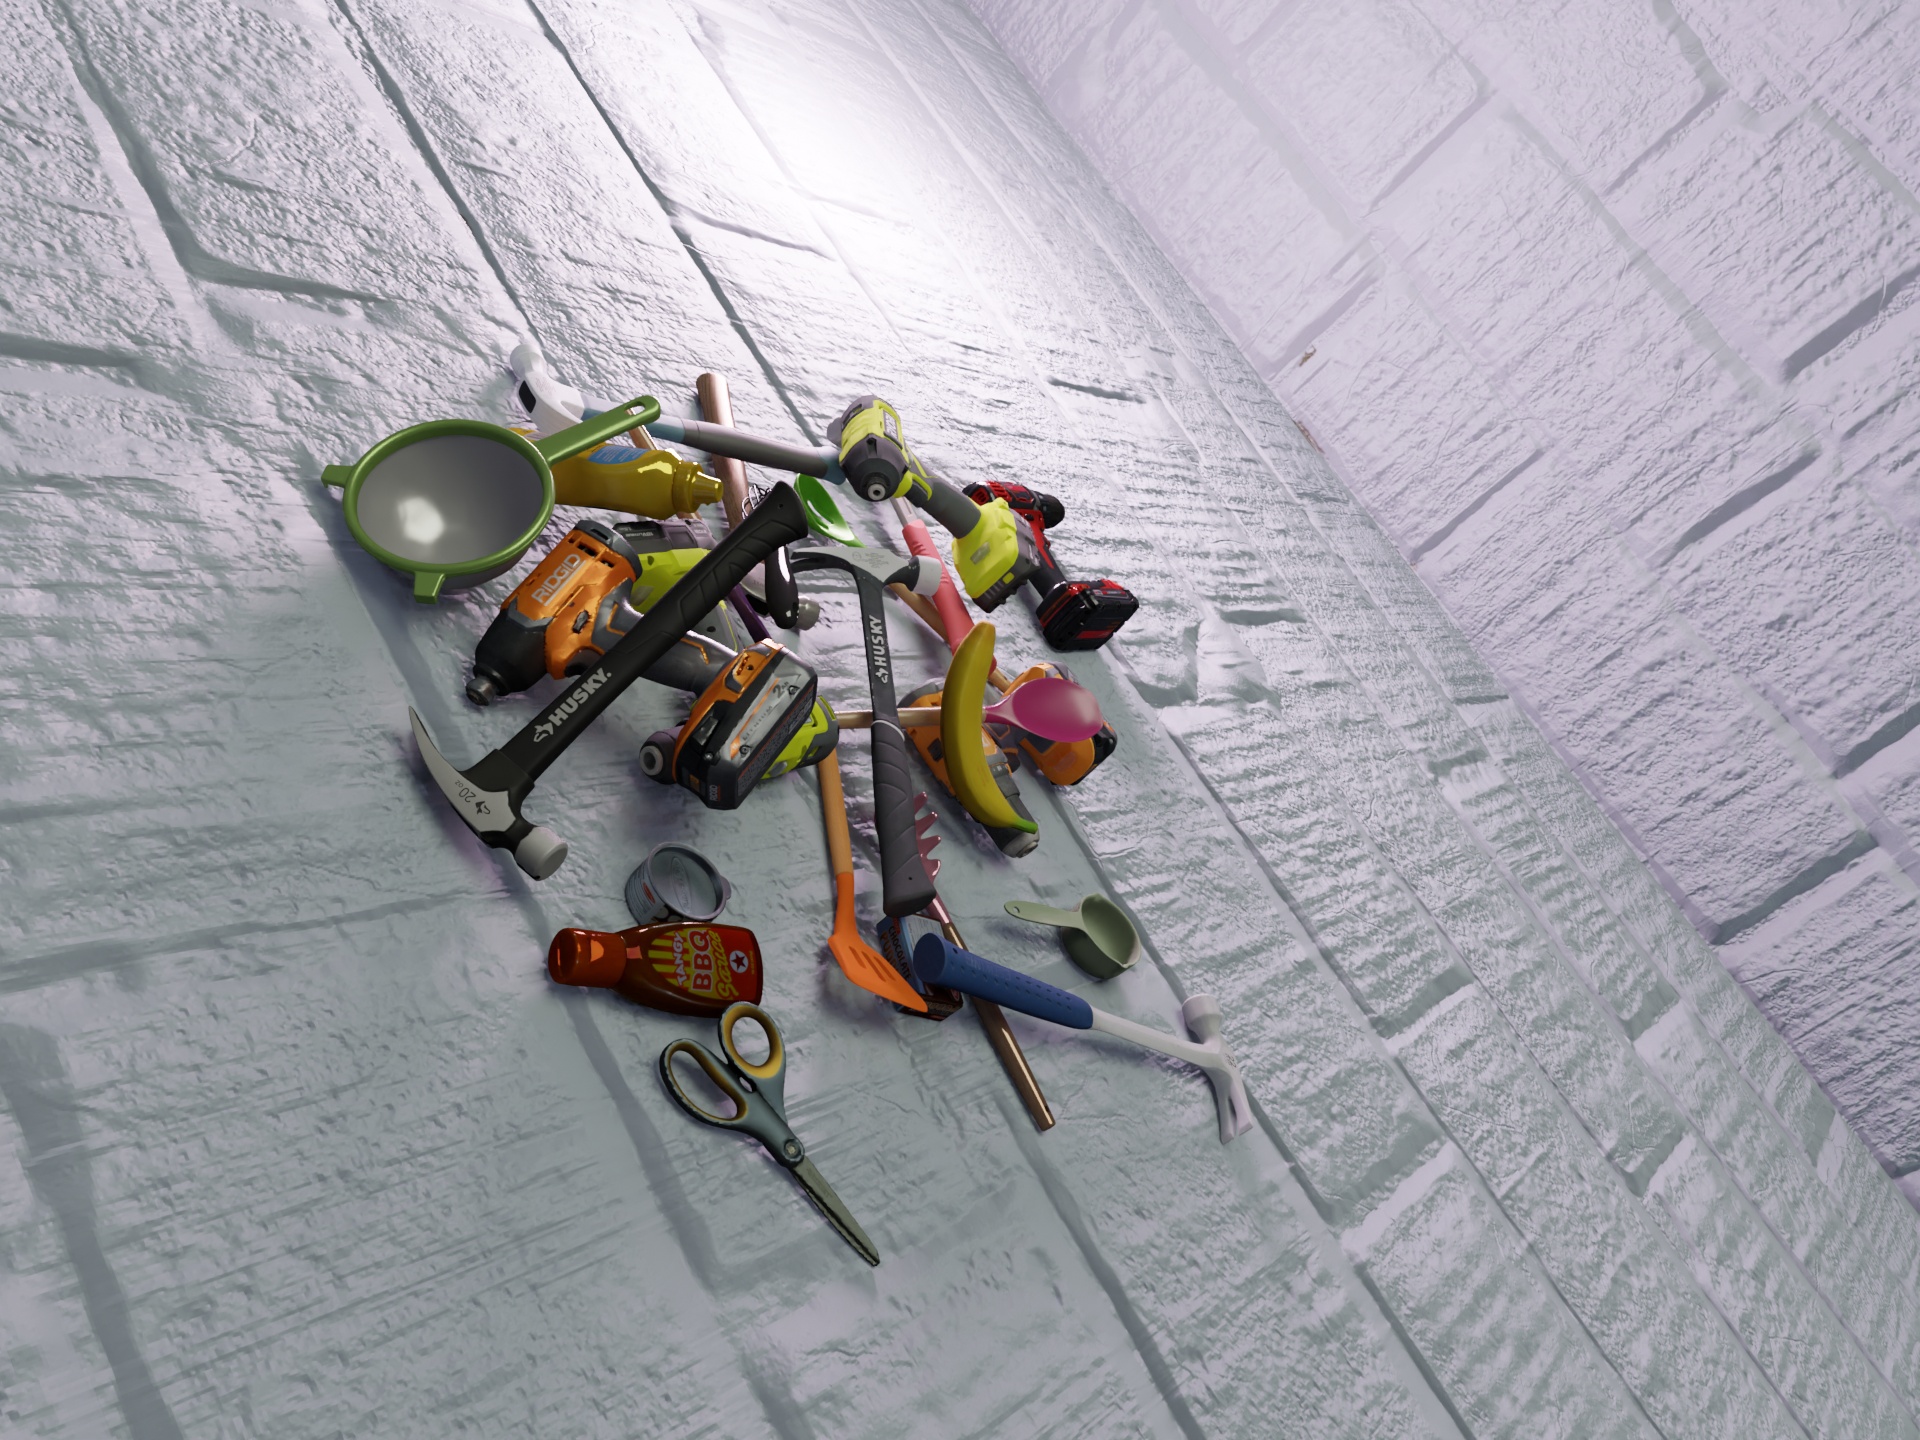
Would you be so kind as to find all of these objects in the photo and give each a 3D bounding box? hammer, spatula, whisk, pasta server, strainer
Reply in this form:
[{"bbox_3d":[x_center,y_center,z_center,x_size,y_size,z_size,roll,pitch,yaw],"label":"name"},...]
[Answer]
[{"bbox_3d":[-0.253,-0.270,1.495,0.330,0.033,0.128,7,42,-36],"label":"hammer"},{"bbox_3d":[0.114,0.256,1.341,0.405,0.035,0.144,27,35,-41],"label":"hammer"},{"bbox_3d":[-0.222,-0.227,1.540,0.130,0.031,0.332,21,38,-38],"label":"hammer"},{"bbox_3d":[-0.090,0.105,1.293,0.081,0.041,0.323,29,32,-36],"label":"spatula"},{"bbox_3d":[-0.034,-0.178,1.679,0.149,0.036,0.359,24,31,-46],"label":"hammer"},{"bbox_3d":[-0.163,-0.145,1.401,0.055,0.055,0.239,30,24,-27],"label":"whisk"},{"bbox_3d":[-0.215,-0.142,1.388,0.316,0.018,0.059,59,-14,4],"label":"spatula"},{"bbox_3d":[0.004,0.190,1.314,0.060,0.040,0.316,2,53,-51],"label":"pasta server"},{"bbox_3d":[-0.069,-0.006,1.370,0.149,0.036,0.409,9,47,-19],"label":"hammer"},{"bbox_3d":[-0.337,-0.175,1.212,0.256,0.069,0.152,-32,65,-27],"label":"strainer"},{"bbox_3d":[-0.228,-0.053,1.107,0.146,0.035,0.335,37,68,14],"label":"hammer"}]

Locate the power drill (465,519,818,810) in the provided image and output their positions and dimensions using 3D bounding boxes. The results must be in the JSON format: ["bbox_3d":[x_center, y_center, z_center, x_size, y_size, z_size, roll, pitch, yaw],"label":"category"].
[{"bbox_3d":[-0.237,-0.032,1.160,0.226,0.084,0.164,32,63,8],"label":"power drill"}]

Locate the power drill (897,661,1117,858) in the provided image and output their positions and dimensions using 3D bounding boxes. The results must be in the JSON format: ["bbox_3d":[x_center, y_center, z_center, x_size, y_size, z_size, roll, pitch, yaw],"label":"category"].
[{"bbox_3d":[0.059,0.034,1.536,0.226,0.084,0.185,-14,64,-52],"label":"power drill"}]

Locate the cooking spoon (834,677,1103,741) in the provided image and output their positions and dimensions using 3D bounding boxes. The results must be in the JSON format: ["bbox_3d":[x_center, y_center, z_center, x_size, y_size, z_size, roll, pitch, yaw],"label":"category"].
[{"bbox_3d":[-0.002,-0.005,1.448,0.318,0.017,0.069,-2,65,-32],"label":"cooking spoon"}]

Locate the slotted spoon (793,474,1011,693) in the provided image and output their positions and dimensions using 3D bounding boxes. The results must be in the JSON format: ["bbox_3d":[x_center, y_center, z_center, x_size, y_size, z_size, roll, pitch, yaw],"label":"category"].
[{"bbox_3d":[-0.060,-0.136,1.642,0.313,0.031,0.070,43,27,-10],"label":"slotted spoon"}]

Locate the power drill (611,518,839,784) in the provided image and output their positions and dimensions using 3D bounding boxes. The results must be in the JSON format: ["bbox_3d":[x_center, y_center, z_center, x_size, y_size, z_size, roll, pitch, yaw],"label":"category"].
[{"bbox_3d":[-0.218,-0.048,1.282,0.190,0.080,0.229,-12,65,-53],"label":"power drill"}]

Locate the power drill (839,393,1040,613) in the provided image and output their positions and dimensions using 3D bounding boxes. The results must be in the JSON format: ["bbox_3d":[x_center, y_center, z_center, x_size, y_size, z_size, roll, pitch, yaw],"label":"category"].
[{"bbox_3d":[-0.027,-0.213,1.588,0.223,0.080,0.171,38,23,-26],"label":"power drill"}]

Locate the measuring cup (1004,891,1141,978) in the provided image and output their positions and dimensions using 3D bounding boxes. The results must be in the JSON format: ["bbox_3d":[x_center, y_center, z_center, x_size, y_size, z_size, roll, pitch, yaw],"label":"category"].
[{"bbox_3d":[0.092,0.190,1.430,0.167,0.038,0.083,18,40,-38],"label":"measuring cup"}]

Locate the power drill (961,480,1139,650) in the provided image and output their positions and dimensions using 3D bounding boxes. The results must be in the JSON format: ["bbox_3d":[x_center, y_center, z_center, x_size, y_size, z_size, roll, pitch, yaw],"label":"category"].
[{"bbox_3d":[0.111,-0.193,1.886,0.187,0.080,0.227,-6,55,-55],"label":"power drill"}]
